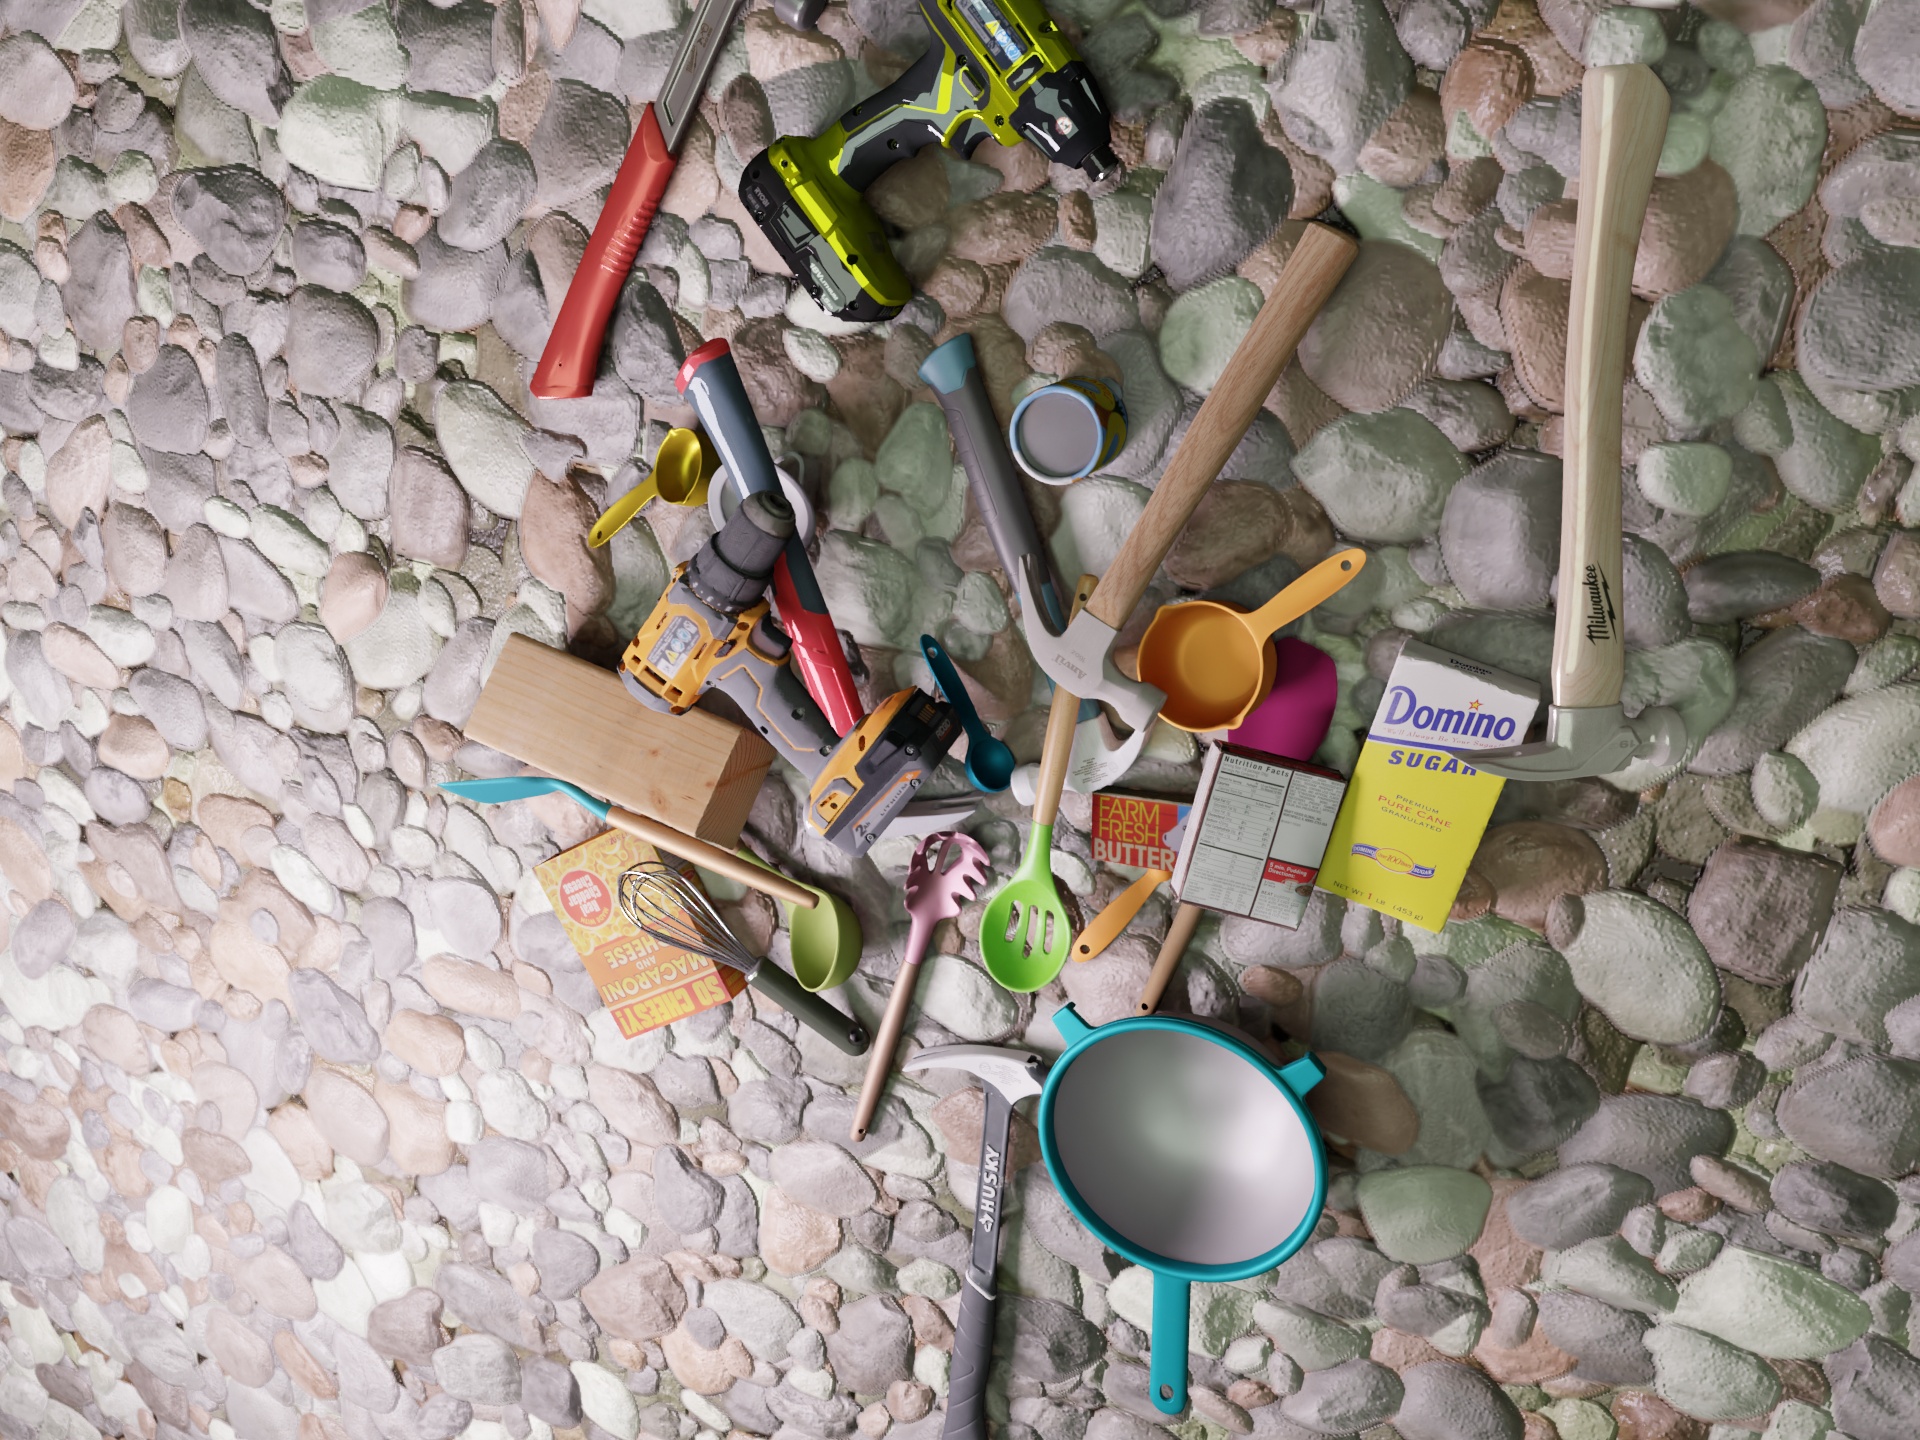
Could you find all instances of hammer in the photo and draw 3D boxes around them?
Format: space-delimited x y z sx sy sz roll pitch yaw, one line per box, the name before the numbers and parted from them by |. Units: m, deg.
hammer | -0.101 -0.086 1.135 0.143 0.038 0.386 -8 116 23
hammer | 0.148 -0.163 1.018 0.130 0.031 0.331 33 104 12
hammer | 0.013 0.446 1.307 0.149 0.036 0.408 13 112 19
hammer | 0.045 -0.106 1.113 0.128 0.033 0.331 -16 100 26
hammer | 0.364 -0.165 0.936 0.146 0.038 0.410 -5 104 -10
hammer | -0.234 -0.389 1.129 0.149 0.037 0.359 36 116 7

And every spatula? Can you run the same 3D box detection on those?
spatula | -0.256 0.093 1.246 0.317 0.082 0.044 21 81 15

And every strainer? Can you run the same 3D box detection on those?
strainer | 0.171 0.353 1.181 0.211 0.095 0.340 8 112 22
strainer | -0.178 -0.112 1.195 0.087 0.050 0.258 38 121 -4

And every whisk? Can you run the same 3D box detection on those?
whisk | -0.171 0.193 1.266 0.246 0.058 0.059 38 140 -12

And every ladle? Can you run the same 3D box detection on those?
ladle | -0.202 0.093 1.266 0.320 0.062 0.078 40 124 8

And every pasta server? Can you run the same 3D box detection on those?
pasta server | -0.044 0.214 1.251 0.060 0.040 0.316 11 116 -13

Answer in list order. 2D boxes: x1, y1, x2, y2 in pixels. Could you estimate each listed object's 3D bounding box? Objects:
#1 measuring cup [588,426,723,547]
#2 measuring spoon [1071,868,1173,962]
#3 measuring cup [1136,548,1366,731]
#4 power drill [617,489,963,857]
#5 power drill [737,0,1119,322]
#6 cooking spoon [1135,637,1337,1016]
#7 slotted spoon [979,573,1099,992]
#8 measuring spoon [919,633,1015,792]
measuring cup | -0.232 -0.168 1.208 0.156 0.029 0.062 -29 67 40
measuring spoon | 0.118 0.143 1.177 0.021 0.011 0.117 42 117 5
measuring cup | 0.199 -0.061 1.051 0.173 0.052 0.095 -36 80 24
power drill | -0.108 -0.035 1.101 0.226 0.084 0.185 38 120 -1
power drill | -0.019 -0.367 1.030 0.223 0.080 0.171 -36 92 24
cooking spoon | 0.186 0.086 1.128 0.069 0.017 0.318 30 116 21
slotted spoon | 0.065 0.048 1.123 0.070 0.031 0.313 16 111 18
measuring spoon | -0.002 -0.004 1.169 0.021 0.042 0.128 -30 87 49
